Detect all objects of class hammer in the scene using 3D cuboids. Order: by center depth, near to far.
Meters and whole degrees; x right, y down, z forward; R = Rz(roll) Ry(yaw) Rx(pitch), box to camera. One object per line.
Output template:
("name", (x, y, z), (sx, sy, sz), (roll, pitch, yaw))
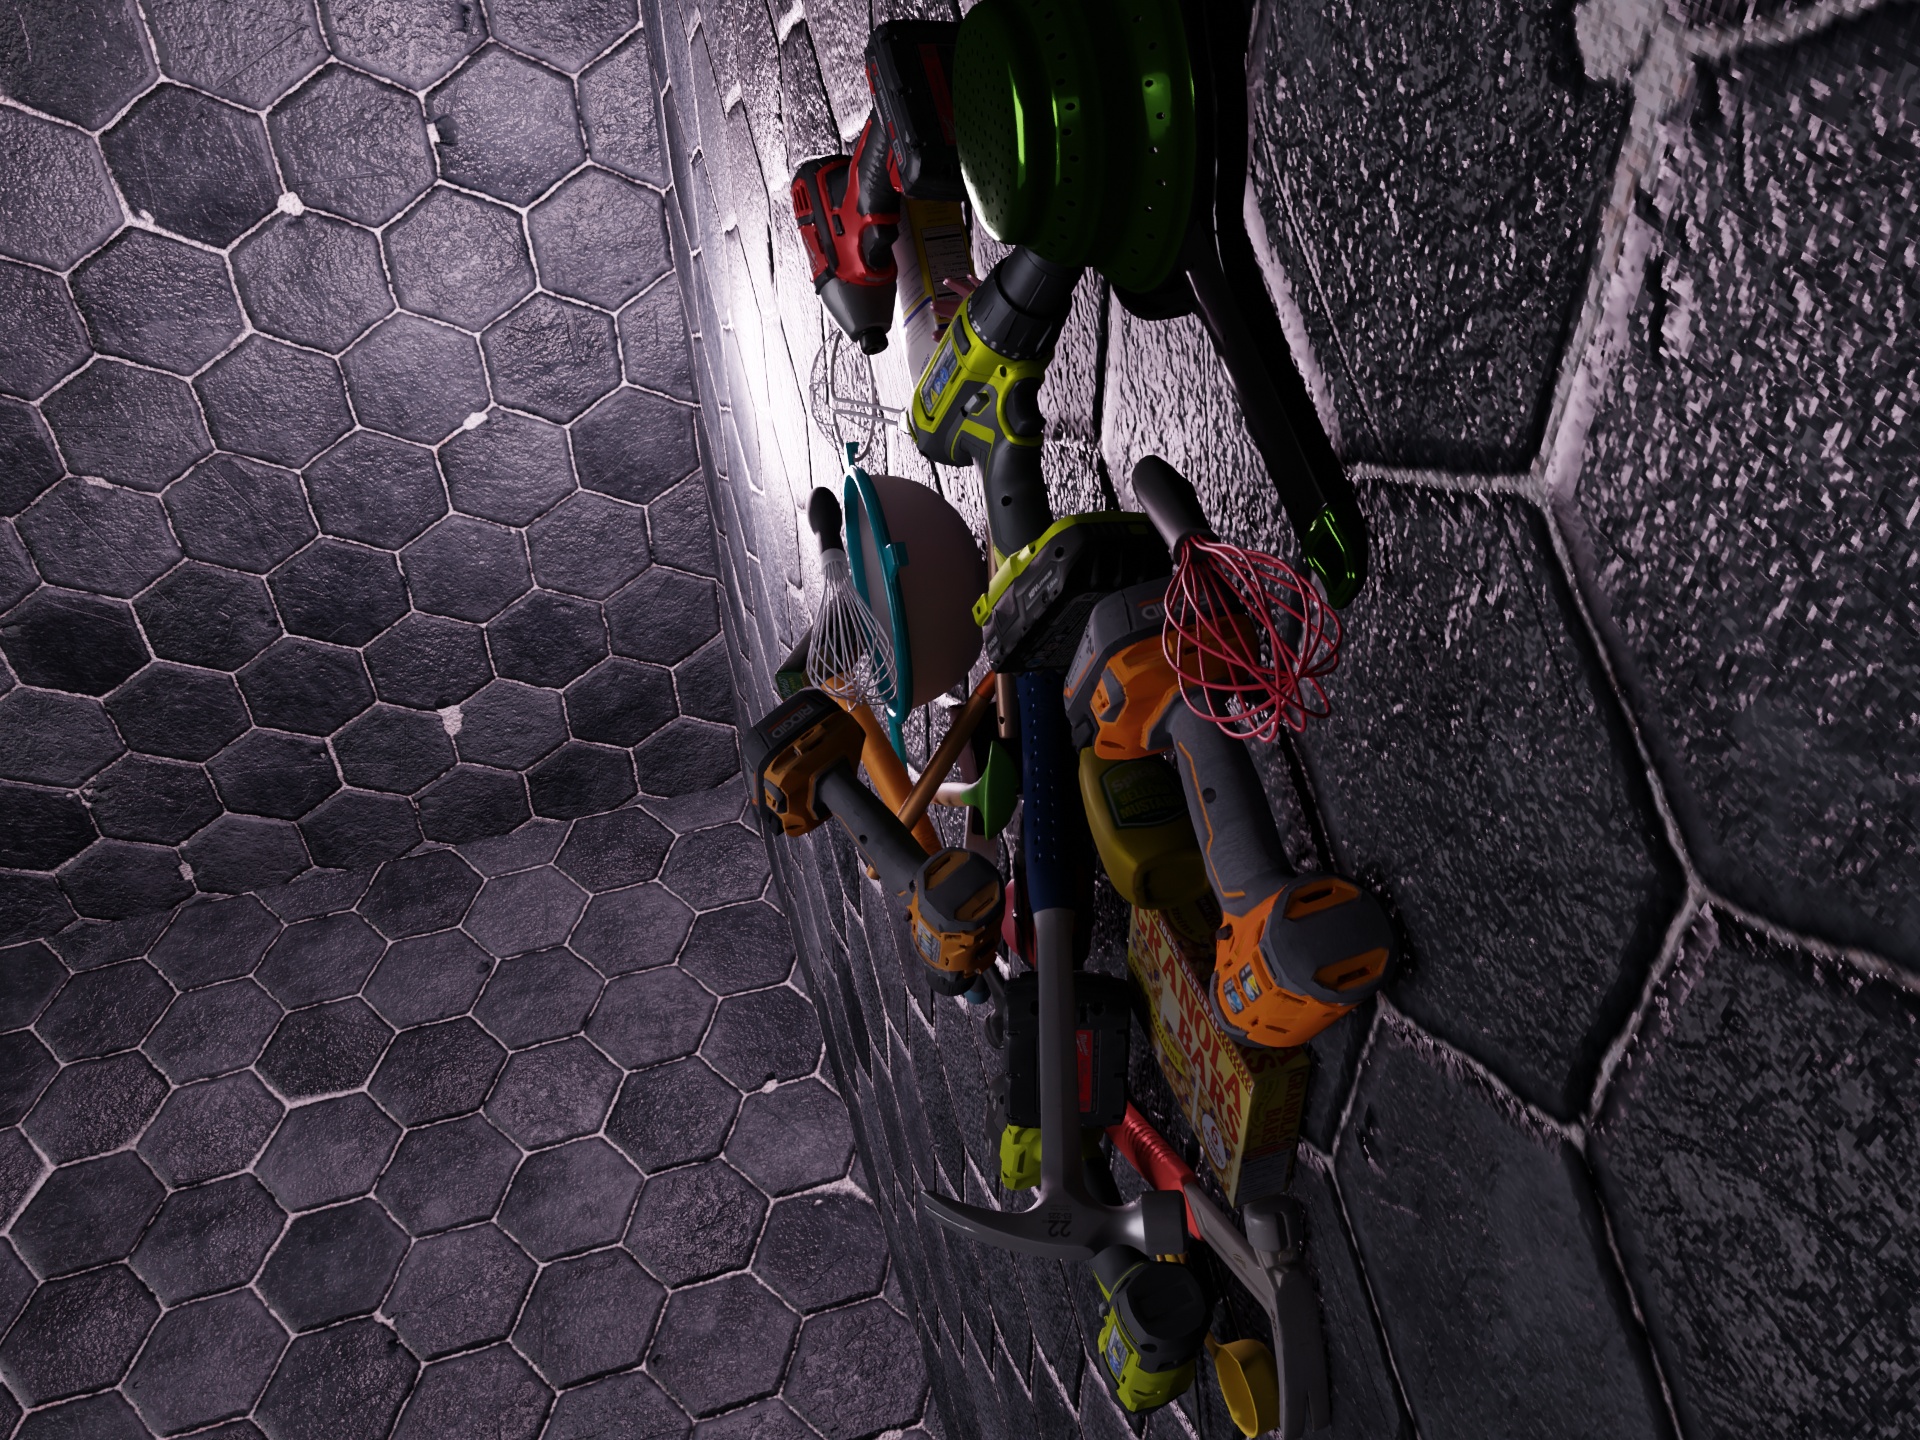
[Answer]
("hammer", (0.052, 0.129, 0.979), (0.035, 0.144, 0.406), (81, -173, -51))
("hammer", (0.147, 0.322, 1.080), (0.359, 0.036, 0.149), (-149, 48, -72))
("hammer", (-0.026, 0.102, 1.278), (0.337, 0.034, 0.127), (61, 160, 13))
("hammer", (0.018, 0.169, 1.446), (0.330, 0.033, 0.128), (90, -176, -55))

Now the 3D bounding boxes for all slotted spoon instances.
("slotted spoon", (0.003, 0.055, 1.223), (0.314, 0.031, 0.070), (165, 110, -79))

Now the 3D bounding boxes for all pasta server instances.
("pasta server", (0.020, -0.143, 1.096), (0.060, 0.040, 0.316), (5, 102, 46))

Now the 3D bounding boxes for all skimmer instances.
("skimmer", (-0.044, -0.267, 1.355), (0.364, 0.090, 0.127), (31, 130, 59))

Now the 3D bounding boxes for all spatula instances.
("spatula", (-0.002, -0.004, 1.189), (0.322, 0.041, 0.081), (-59, 34, 25))

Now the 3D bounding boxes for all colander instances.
("colander", (0.077, -0.220, 0.735), (0.204, 0.094, 0.397), (105, 150, -64))

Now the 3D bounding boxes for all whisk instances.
("whisk", (0.113, -0.070, 0.730), (0.296, 0.073, 0.073), (-98, 2, -64))
("whisk", (-0.096, -0.104, 1.260), (0.285, 0.070, 0.070), (-104, 10, -48))

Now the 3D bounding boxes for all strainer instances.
("strainer", (-0.024, -0.058, 1.330), (0.211, 0.095, 0.340), (-114, 14, -52))

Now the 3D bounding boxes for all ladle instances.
("ladle", (0.059, 0.100, 1.273), (0.315, 0.031, 0.069), (97, 160, -51))

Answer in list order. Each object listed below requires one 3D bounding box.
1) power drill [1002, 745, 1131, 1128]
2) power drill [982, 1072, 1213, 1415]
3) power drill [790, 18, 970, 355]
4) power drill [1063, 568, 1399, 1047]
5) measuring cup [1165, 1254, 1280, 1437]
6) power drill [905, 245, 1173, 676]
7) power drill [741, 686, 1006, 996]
("power drill", (0.067, 0.141, 1.079), (0.227, 0.080, 0.187), (-89, -2, -58))
("power drill", (0.093, 0.357, 1.099), (0.171, 0.080, 0.223), (94, 156, -49))
("power drill", (-0.047, -0.349, 1.065), (0.219, 0.078, 0.143), (-32, 71, 61))
("power drill", (0.130, 0.056, 0.810), (0.164, 0.084, 0.227), (105, 146, -65))
("measuring cup", (0.173, 0.399, 1.055), (0.157, 0.029, 0.062), (-119, 21, -54))
("power drill", (0.045, -0.160, 0.946), (0.190, 0.080, 0.229), (-51, 50, 55))
("power drill", (-0.057, 0.101, 1.168), (0.226, 0.084, 0.185), (43, 158, 19))
